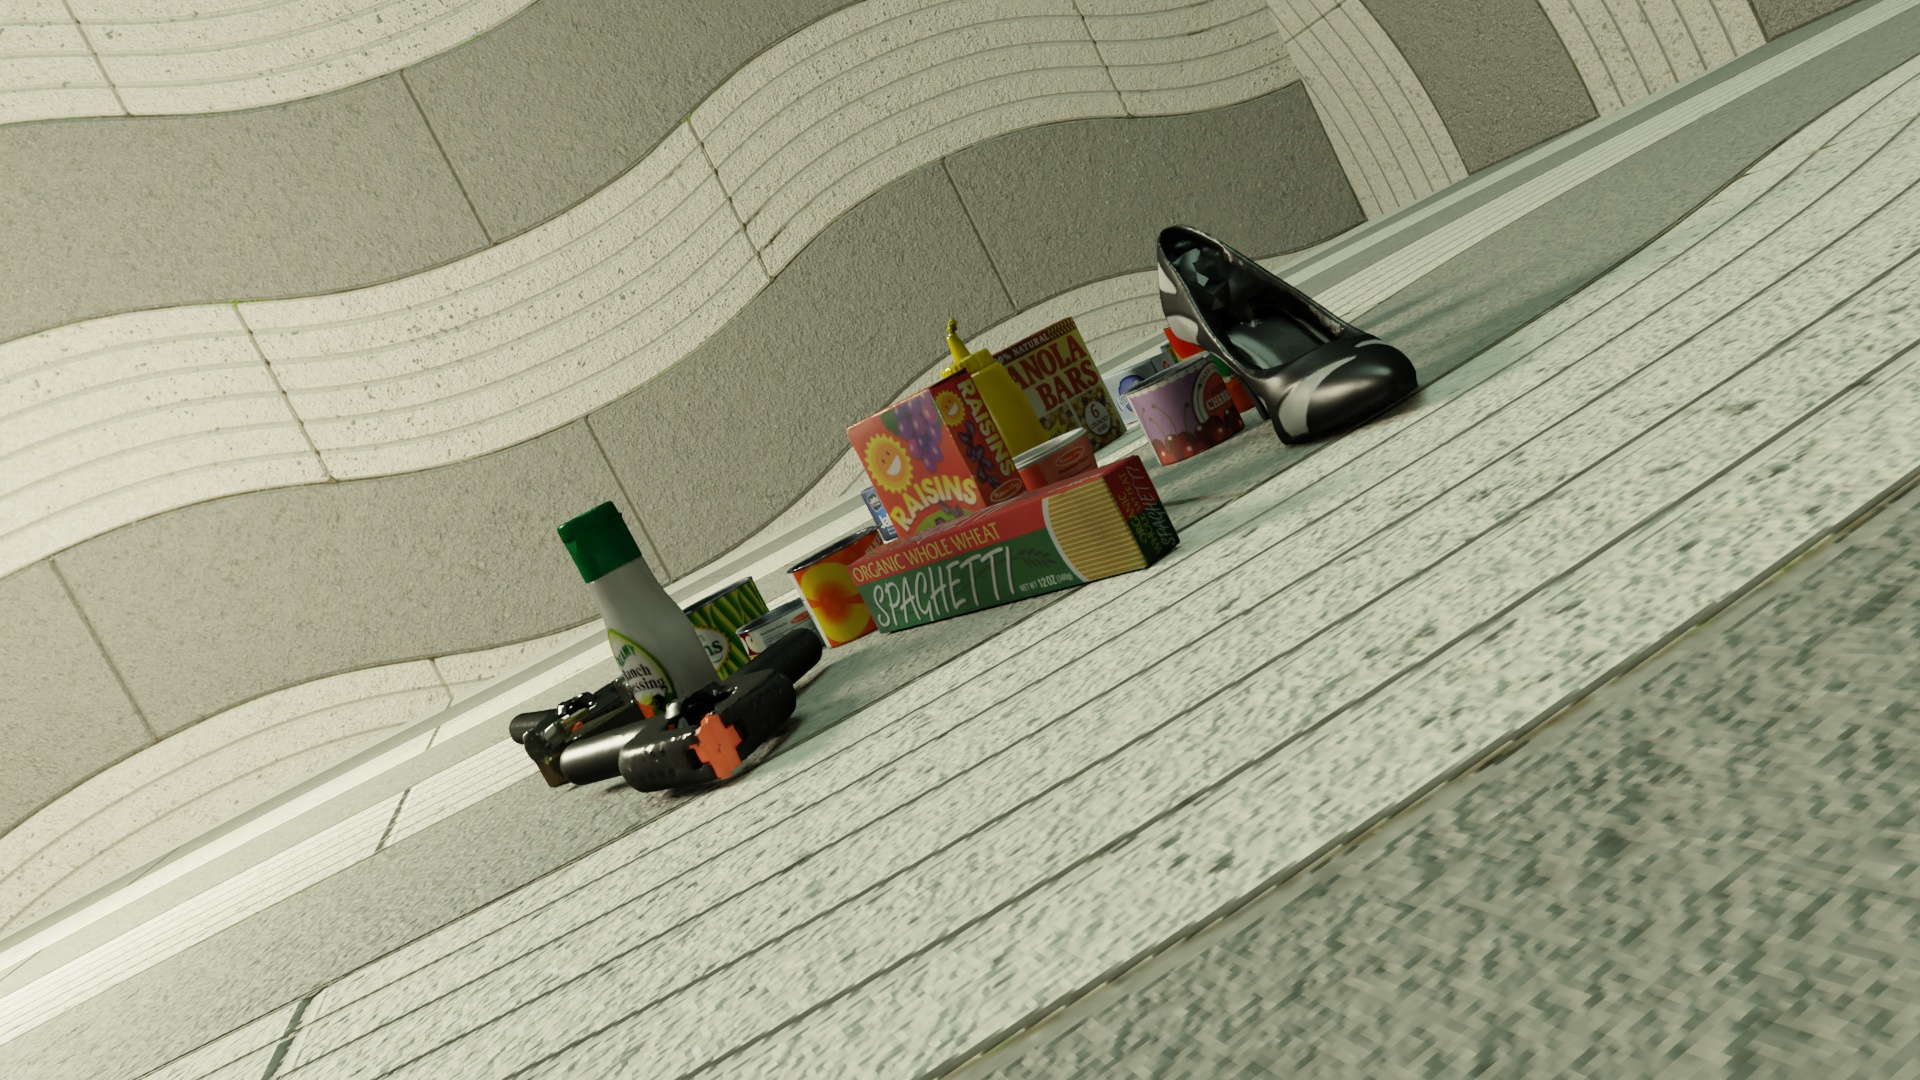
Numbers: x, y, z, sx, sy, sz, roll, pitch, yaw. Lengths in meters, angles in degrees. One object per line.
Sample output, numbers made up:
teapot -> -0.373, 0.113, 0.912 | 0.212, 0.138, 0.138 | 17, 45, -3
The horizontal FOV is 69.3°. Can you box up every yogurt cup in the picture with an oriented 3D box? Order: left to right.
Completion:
yogurt cup -> 0.064, -0.037, 0.924 | 0.072, 0.054, 0.072 | -27, 6, 3

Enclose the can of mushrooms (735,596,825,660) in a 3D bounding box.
can of mushrooms -> -0.117, 0.062, 0.956 | 0.071, 0.033, 0.071 | -27, 6, 3

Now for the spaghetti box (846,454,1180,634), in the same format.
spaghetti box -> 0.017, 0.009, 0.753 | 0.029, 0.050, 0.249 | -31, 7, -35

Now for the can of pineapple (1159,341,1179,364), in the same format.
can of pineapple -> 0.233, -0.175, 1.342 | 0.071, 0.058, 0.071 | -27, 6, 3

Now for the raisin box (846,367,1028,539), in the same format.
raisin box -> -0.006, -0.031, 0.834 | 0.040, 0.123, 0.086 | -32, 8, -41

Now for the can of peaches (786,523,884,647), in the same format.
can of peaches -> -0.070, 0.029, 0.911 | 0.071, 0.058, 0.071 | -27, 6, 3

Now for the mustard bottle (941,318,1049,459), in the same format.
mustard bottle -> 0.023, -0.089, 1.026 | 0.049, 0.160, 0.065 | -30, 6, -29

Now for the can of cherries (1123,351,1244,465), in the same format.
can of cherries -> 0.158, -0.093, 0.966 | 0.071, 0.058, 0.071 | -27, 6, 3

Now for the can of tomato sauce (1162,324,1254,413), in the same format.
can of tomato sauce -> 0.202, -0.141, 1.067 | 0.071, 0.083, 0.071 | -27, 6, 3

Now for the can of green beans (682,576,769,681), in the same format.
can of green beans -> -0.170, 0.067, 1.025 | 0.071, 0.057, 0.071 | -27, 6, 3

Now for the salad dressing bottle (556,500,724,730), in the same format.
salad dressing bottle -> -0.187, 0.049, 0.820 | 0.044, 0.147, 0.064 | -31, 7, -38

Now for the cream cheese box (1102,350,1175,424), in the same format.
cream cheese box -> 0.181, -0.148, 1.357 | 0.024, 0.053, 0.103 | -29, 6, -21

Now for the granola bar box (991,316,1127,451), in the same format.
granola bar box -> 0.067, -0.120, 1.276 | 0.166, 0.124, 0.039 | -32, 7, -40
